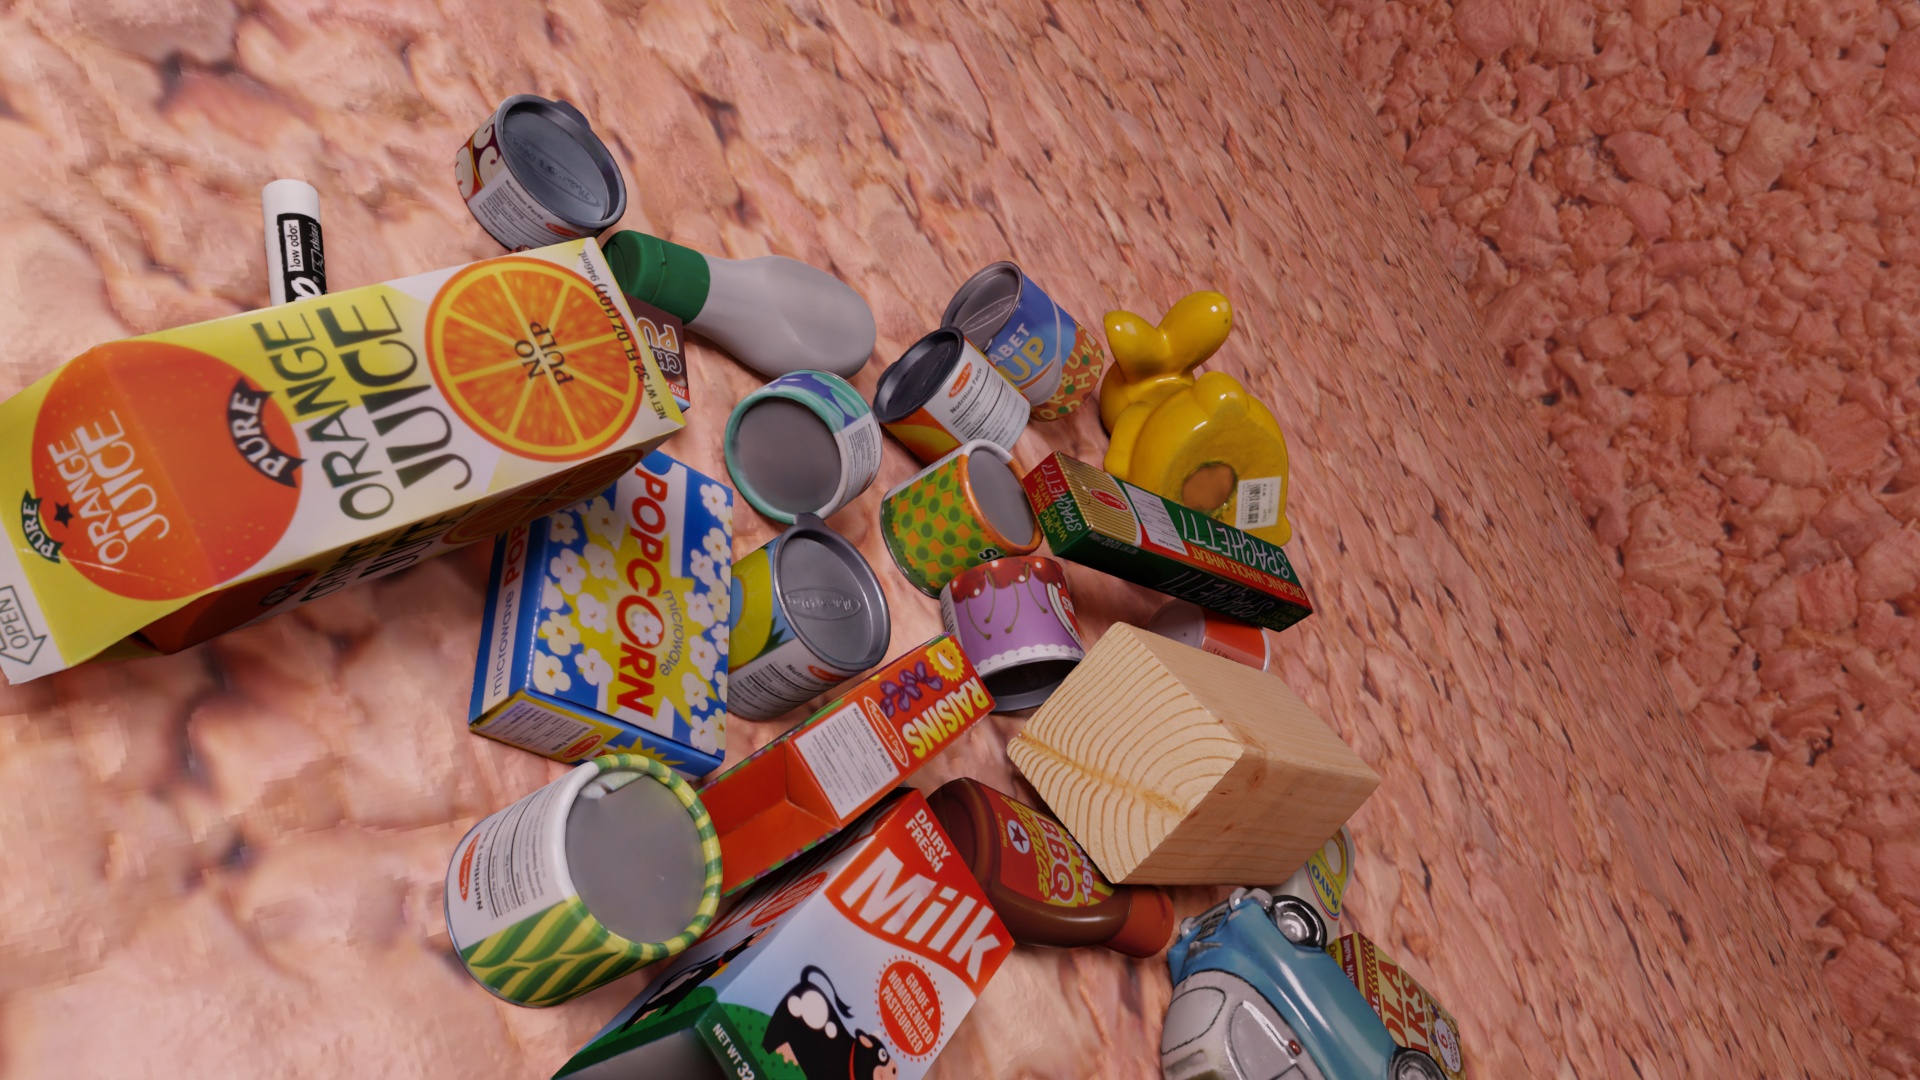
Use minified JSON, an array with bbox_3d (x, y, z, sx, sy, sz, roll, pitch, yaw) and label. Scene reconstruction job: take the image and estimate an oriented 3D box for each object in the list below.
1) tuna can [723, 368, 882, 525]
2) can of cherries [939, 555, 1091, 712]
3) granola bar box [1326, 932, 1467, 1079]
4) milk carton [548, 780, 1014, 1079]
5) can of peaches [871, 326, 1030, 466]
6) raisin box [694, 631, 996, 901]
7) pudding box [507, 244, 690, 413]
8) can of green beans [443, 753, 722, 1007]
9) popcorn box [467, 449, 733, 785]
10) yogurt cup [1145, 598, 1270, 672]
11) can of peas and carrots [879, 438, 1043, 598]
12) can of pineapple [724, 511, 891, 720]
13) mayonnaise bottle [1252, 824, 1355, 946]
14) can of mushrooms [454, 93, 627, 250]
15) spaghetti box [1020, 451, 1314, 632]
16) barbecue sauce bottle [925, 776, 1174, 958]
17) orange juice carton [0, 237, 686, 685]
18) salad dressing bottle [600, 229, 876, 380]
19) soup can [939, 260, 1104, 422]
[{"bbox_3d":[-0.074,-0.043,0.630,0.071,0.071,0.033,57,31,-6],"label":"tuna can"},{"bbox_3d":[0.029,0.047,0.698,0.071,0.071,0.058,21,48,-47],"label":"can of cherries"},{"bbox_3d":[0.261,0.336,0.823,0.124,0.039,0.166,43,35,-26],"label":"granola bar box"},{"bbox_3d":[-0.045,0.154,0.496,0.072,0.073,0.191,59,30,-2],"label":"milk carton"},{"bbox_3d":[-0.006,-0.073,0.755,0.058,0.071,0.071,41,35,-29],"label":"can of peaches"},{"bbox_3d":[-0.051,0.085,0.532,0.040,0.086,0.124,57,30,4],"label":"raisin box"},{"bbox_3d":[-0.155,-0.081,0.576,0.083,0.030,0.050,22,48,-46],"label":"pudding box"},{"bbox_3d":[-0.119,0.108,0.442,0.071,0.057,0.071,36,38,-35],"label":"can of green beans"},{"bbox_3d":[-0.129,0.022,0.518,0.085,0.038,0.127,30,42,-39],"label":"popcorn box"},{"bbox_3d":[0.149,0.070,0.863,0.054,0.072,0.073,26,44,-32],"label":"yogurt cup"},{"bbox_3d":[0.003,-0.009,0.718,0.071,0.058,0.071,35,39,-35],"label":"can of peas and carrots"},{"bbox_3d":[-0.072,0.033,0.574,0.071,0.057,0.071,36,38,-35],"label":"can of pineapple"},{"bbox_3d":[0.206,0.215,0.843,0.064,0.041,0.149,57,30,-9],"label":"mayonnaise bottle"},{"bbox_3d":[-0.180,-0.157,0.600,0.071,0.033,0.071,35,39,-34],"label":"can of mushrooms"},{"bbox_3d":[0.126,0.007,0.789,0.250,0.028,0.050,18,42,-48],"label":"spaghetti box"},{"bbox_3d":[0.044,0.161,0.648,0.148,0.043,0.065,32,32,-39],"label":"barbecue sauce bottle"},{"bbox_3d":[-0.188,-0.026,0.411,0.193,0.072,0.072,-26,90,-42],"label":"orange juice carton"},{"bbox_3d":[-0.104,-0.112,0.664,0.148,0.044,0.064,10,59,-51],"label":"salad dressing bottle"},{"bbox_3d":[0.038,-0.119,0.857,0.083,0.071,0.072,35,39,-36],"label":"soup can"}]
